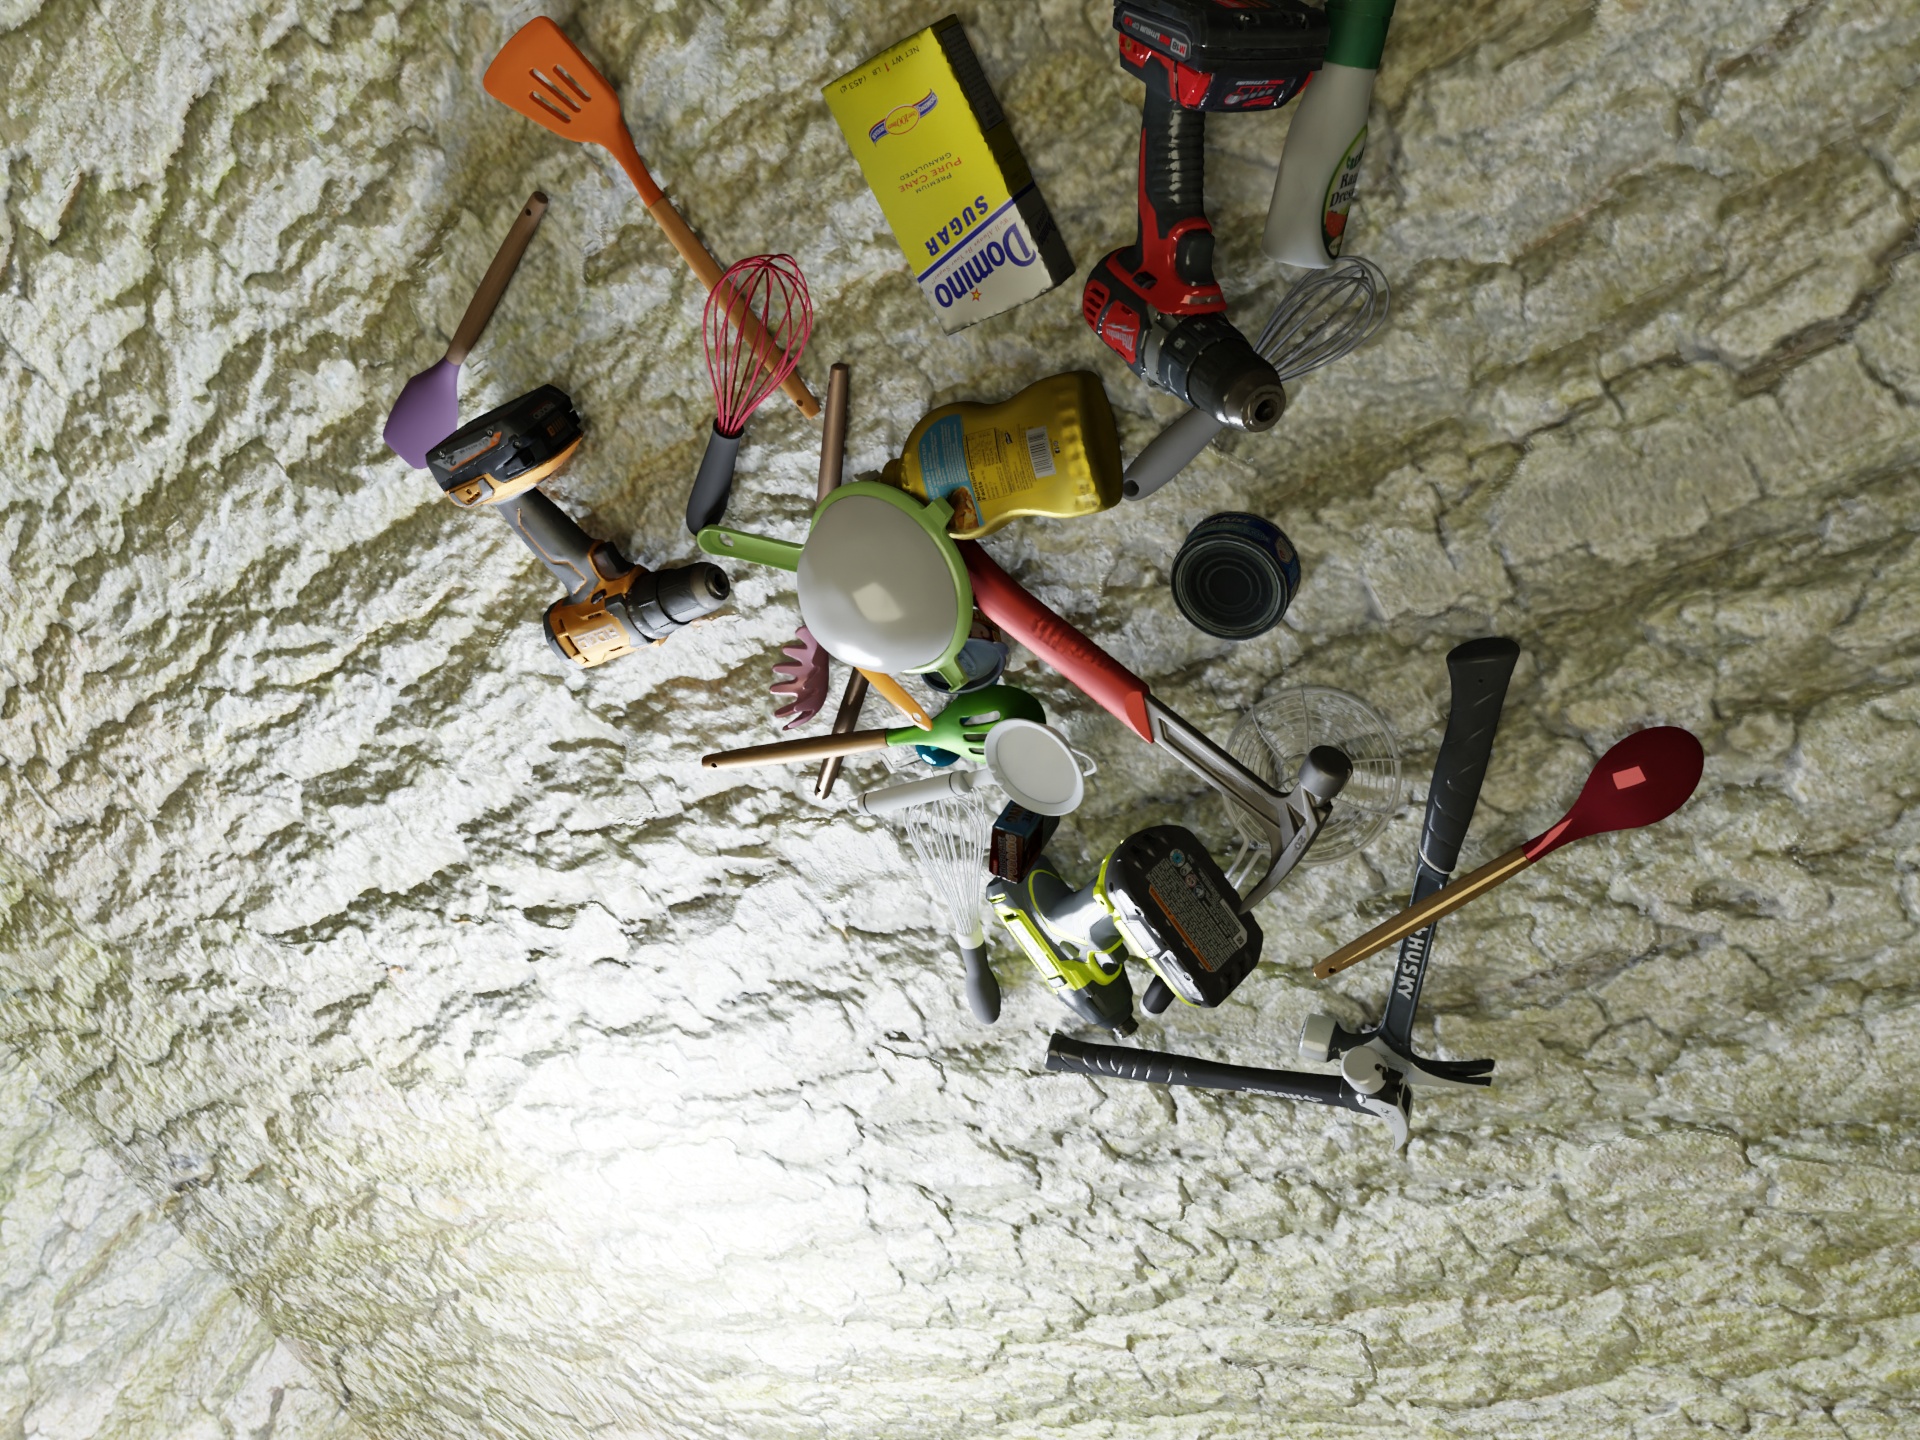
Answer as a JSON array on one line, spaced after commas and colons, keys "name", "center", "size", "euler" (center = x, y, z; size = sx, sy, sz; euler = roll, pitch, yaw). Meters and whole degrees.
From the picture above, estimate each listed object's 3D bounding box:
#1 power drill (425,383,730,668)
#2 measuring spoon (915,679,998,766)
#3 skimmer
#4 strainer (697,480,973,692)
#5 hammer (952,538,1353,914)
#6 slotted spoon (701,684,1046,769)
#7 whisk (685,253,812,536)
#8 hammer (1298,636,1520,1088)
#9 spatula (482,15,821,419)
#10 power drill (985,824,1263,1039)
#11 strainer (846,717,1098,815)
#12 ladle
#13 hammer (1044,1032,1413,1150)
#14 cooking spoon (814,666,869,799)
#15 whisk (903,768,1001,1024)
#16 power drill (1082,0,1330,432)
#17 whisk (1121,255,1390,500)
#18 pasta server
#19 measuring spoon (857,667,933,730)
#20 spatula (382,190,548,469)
[{"name": "power drill", "center": [-0.304, -0.155, 1.292], "size": [0.185, 0.084, 0.226], "euler": [-14, 118, 34]}, {"name": "measuring spoon", "center": [-0.002, -0.004, 1.270], "size": [0.042, 0.021, 0.128], "euler": [36, 132, 1]}, {"name": "skimmer", "center": [0.220, 0.120, 1.233], "size": [0.127, 0.090, 0.363], "euler": [38, 143, 15]}, {"name": "strainer", "center": [-0.112, -0.103, 1.168], "size": [0.256, 0.069, 0.151], "euler": [16, 127, 32]}, {"name": "hammer", "center": [0.103, -0.020, 1.138], "size": [0.359, 0.037, 0.149], "euler": [39, 134, 17]}, {"name": "slotted spoon", "center": [-0.079, 0.019, 1.291], "size": [0.314, 0.031, 0.070], "euler": [-7, 117, 26]}, {"name": "whisk", "center": [-0.165, -0.227, 1.160], "size": [0.073, 0.073, 0.295], "euler": [34, 144, 3]}, {"name": "hammer", "center": [0.349, 0.118, 1.161], "size": [0.149, 0.036, 0.408], "euler": [14, 127, 18]}, {"name": "spatula", "center": [-0.206, -0.345, 1.133], "size": [0.081, 0.041, 0.322], "euler": [-27, 107, 38]}, {"name": "power drill", "center": [0.128, 0.171, 1.245], "size": [0.171, 0.080, 0.223], "euler": [54, 150, -3]}, {"name": "strainer", "center": [0.007, 0.044, 1.232], "size": [0.258, 0.050, 0.086], "euler": [-15, 112, 36]}, {"name": "ladle", "center": [0.371, 0.104, 1.106], "size": [0.069, 0.031, 0.315], "euler": [41, 122, -17]}, {"name": "hammer", "center": [0.215, 0.300, 1.336], "size": [0.335, 0.035, 0.146], "euler": [-1, 147, 36]}, {"name": "cooking spoon", "center": [-0.079, -0.036, 1.271], "size": [0.069, 0.017, 0.318], "euler": [41, 139, 17]}, {"name": "whisk", "center": [0.003, 0.160, 1.361], "size": [0.070, 0.070, 0.284], "euler": [6, 128, 24]}, {"name": "power drill", "center": [0.141, -0.290, 0.908], "size": [0.188, 0.080, 0.226], "euler": [-124, 31, -47]}, {"name": "whisk", "center": [0.181, -0.210, 1.022], "size": [0.055, 0.055, 0.239], "euler": [44, 135, -6]}, {"name": "pasta server", "center": [-0.113, -0.127, 1.235], "size": [0.060, 0.040, 0.316], "euler": [-123, 33, -46]}, {"name": "measuring spoon", "center": [-0.067, -0.031, 1.241], "size": [0.117, 0.011, 0.021], "euler": [43, 138, 4]}, {"name": "spatula", "center": [-0.395, -0.305, 1.274], "size": [0.059, 0.018, 0.316], "euler": [43, 132, -6]}]
